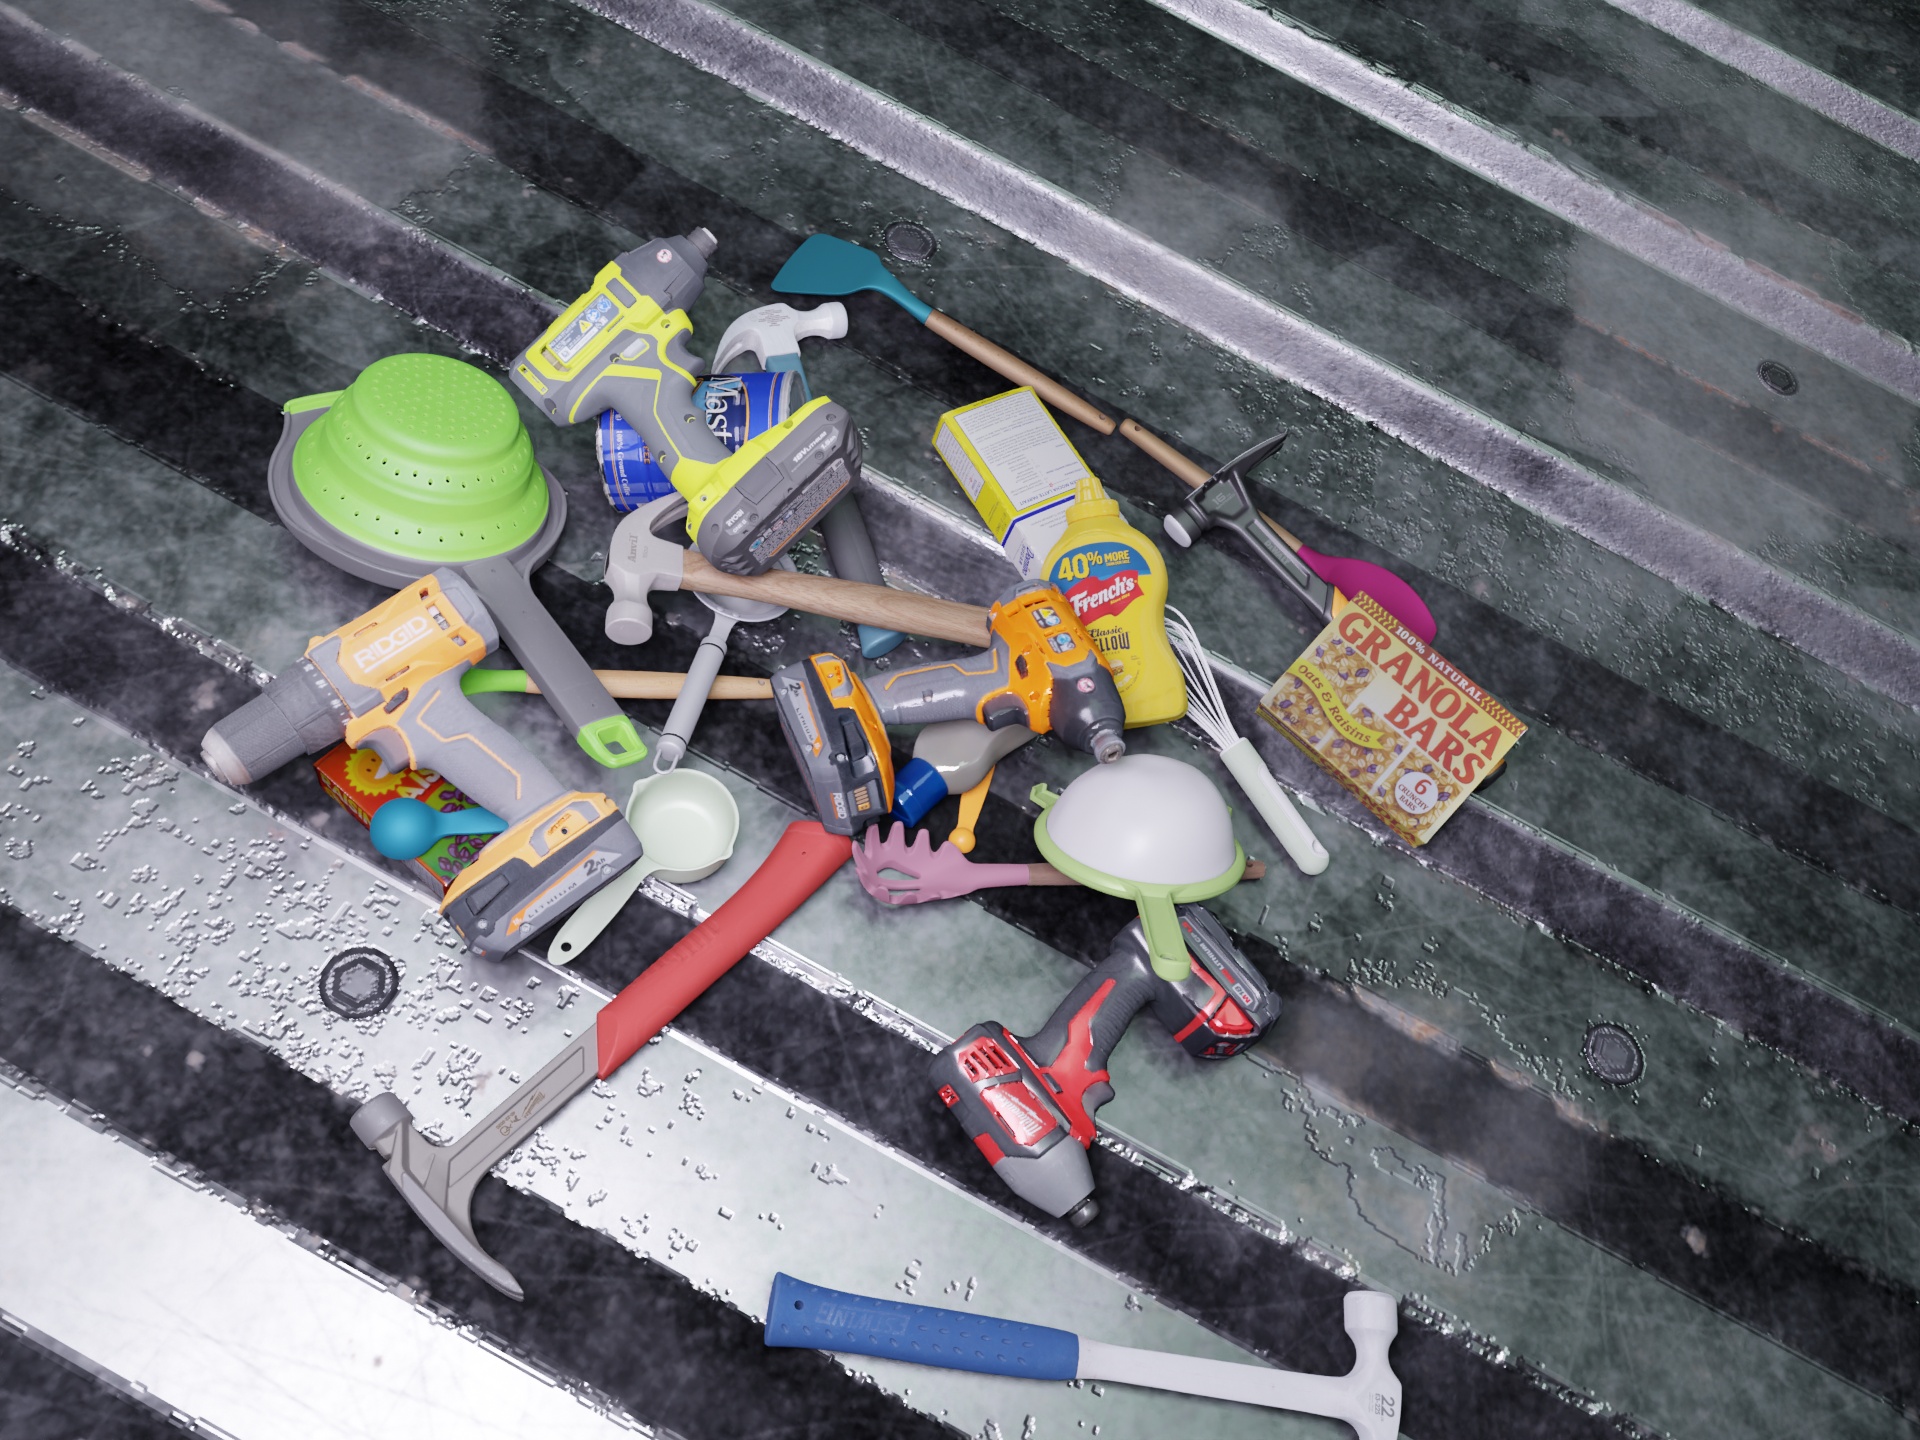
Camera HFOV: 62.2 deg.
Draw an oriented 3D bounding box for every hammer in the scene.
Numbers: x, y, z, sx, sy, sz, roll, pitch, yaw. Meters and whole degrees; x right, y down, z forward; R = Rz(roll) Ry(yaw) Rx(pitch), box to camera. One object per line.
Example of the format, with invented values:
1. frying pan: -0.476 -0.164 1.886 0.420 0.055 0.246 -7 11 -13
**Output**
1. hammer: -0.092 -0.091 1.158 0.331 0.031 0.130 9 55 -22
2. hammer: 0.081 0.400 0.981 0.405 0.035 0.144 12 59 -8
3. hammer: -0.108 -0.196 1.261 0.128 0.033 0.331 -12 66 -21
4. hammer: 0.322 -0.081 1.297 0.127 0.034 0.337 -39 79 -9
5. hammer: -0.197 0.192 1.023 0.149 0.036 0.359 44 61 11

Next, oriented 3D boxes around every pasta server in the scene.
1. pasta server: 0.075 0.106 1.140 0.316 0.040 0.060 0 51 -16

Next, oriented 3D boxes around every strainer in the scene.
1. strainer: 0.130 0.083 1.068 0.151 0.069 0.256 6 22 -3
2. strainer: -0.177 -0.056 1.138 0.087 0.050 0.259 22 46 -8

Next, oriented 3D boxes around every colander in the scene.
1. colander: -0.324 -0.134 1.090 0.204 0.094 0.397 -20 60 -41

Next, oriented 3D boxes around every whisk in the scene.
1. whisk: 0.206 0.014 1.222 0.058 0.059 0.246 -17 69 -52

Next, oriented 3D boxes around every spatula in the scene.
1. spatula: -0.007 -0.327 1.367 0.317 0.044 0.082 31 58 -2

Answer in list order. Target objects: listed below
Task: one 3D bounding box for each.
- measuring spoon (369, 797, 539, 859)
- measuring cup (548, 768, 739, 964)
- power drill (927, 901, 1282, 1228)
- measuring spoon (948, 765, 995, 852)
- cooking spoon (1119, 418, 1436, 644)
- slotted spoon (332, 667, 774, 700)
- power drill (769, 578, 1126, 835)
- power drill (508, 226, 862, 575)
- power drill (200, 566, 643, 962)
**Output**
1. measuring spoon: -0.314 0.061 1.025 0.128 0.021 0.042 -7 65 -16
2. measuring cup: -0.217 0.105 1.066 0.083 0.038 0.168 36 61 7
3. power drill: 0.101 0.226 1.061 0.219 0.078 0.143 -32 74 -24
4. measuring spoon: 0.013 0.045 1.172 0.021 0.011 0.117 18 58 -5
5. cooking spoon: 0.265 -0.159 1.346 0.319 0.017 0.069 38 70 7
6. slotted spoon: -0.275 -0.025 1.099 0.313 0.031 0.070 1 53 -27
7. power drill: -0.002 -0.004 1.100 0.226 0.084 0.164 -19 47 -11
8. power drill: -0.179 -0.224 1.096 0.171 0.080 0.223 -44 79 -3
9. power drill: -0.328 0.041 0.975 0.185 0.084 0.226 -37 90 -24
